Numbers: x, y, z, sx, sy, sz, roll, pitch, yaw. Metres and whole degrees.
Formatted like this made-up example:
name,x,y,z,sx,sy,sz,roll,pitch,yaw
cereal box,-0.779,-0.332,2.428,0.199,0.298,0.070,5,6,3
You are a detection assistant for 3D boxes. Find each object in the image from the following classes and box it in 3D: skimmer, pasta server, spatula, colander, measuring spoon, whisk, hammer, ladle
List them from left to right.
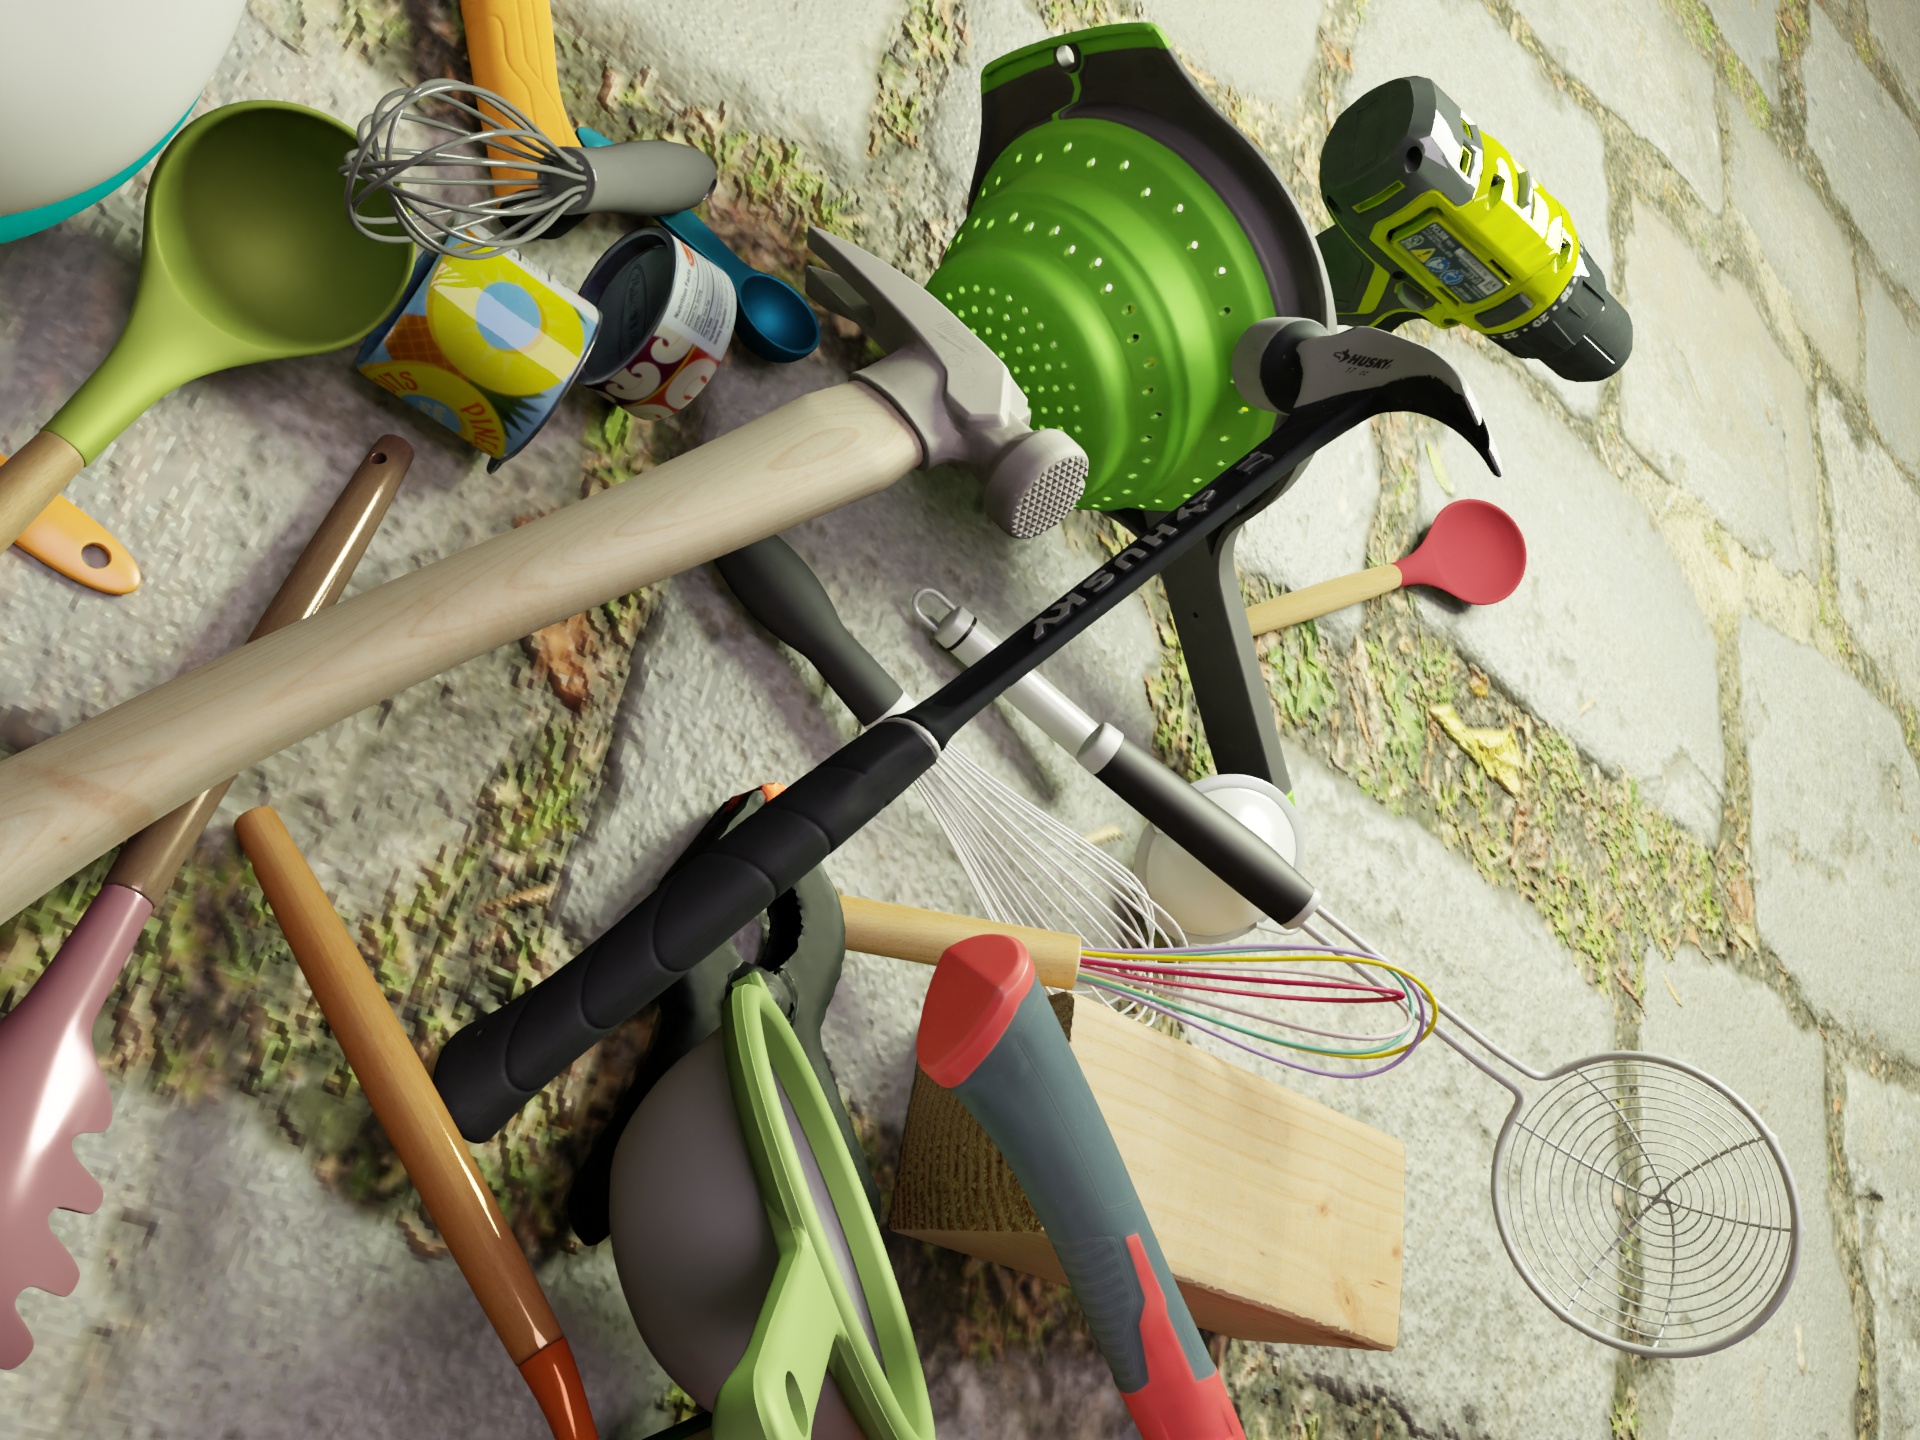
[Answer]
name,x,y,z,sx,sy,sz,roll,pitch,yaw
measuring spoon,-0.292,-0.077,0.465,0.116,0.011,0.021,42,53,-24
ladle,-0.266,-0.061,0.444,0.078,0.062,0.320,46,56,-28
pasta server,-0.230,0.033,0.468,0.060,0.040,0.316,17,54,-4
hammer,-0.158,-0.039,0.484,0.410,0.038,0.146,-30,63,-26
hammer,-0.195,-0.351,0.626,0.127,0.034,0.337,-3,78,-43
spatula,-0.124,0.154,0.457,0.041,0.081,0.323,-27,74,-26
whisk,-0.135,-0.191,0.552,0.055,0.055,0.239,60,21,-9
measuring spoon,-0.113,-0.195,0.663,0.128,0.021,0.042,42,40,-12
whisk,-0.007,0.025,0.659,0.284,0.070,0.070,49,50,-12
hammer,-0.001,-0.002,0.526,0.409,0.149,0.036,-38,116,-7
colander,0.072,-0.087,0.703,0.094,0.205,0.396,-35,119,-31
whisk,0.068,0.096,0.626,0.245,0.047,0.051,10,63,-2
hammer,0.085,0.225,0.573,0.143,0.038,0.386,-32,117,-18
ladle,0.238,-0.078,0.924,0.315,0.031,0.069,-18,85,-41
skimmer,0.195,0.129,0.682,0.363,0.127,0.090,38,19,-6

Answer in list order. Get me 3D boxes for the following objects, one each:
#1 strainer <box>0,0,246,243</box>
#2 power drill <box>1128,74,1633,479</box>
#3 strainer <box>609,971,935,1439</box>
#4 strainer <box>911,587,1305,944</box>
name,x,y,z,sx,sy,sz,roll,pitch,yaw
strainer,-0.263,-0.152,0.372,0.210,0.095,0.340,14,93,-57
power drill,0.192,-0.193,0.781,0.190,0.228,0.080,27,60,-33
strainer,-0.064,0.158,0.430,0.069,0.256,0.151,-22,87,-2
strainer,0.075,0.027,0.727,0.258,0.050,0.087,40,94,-14
